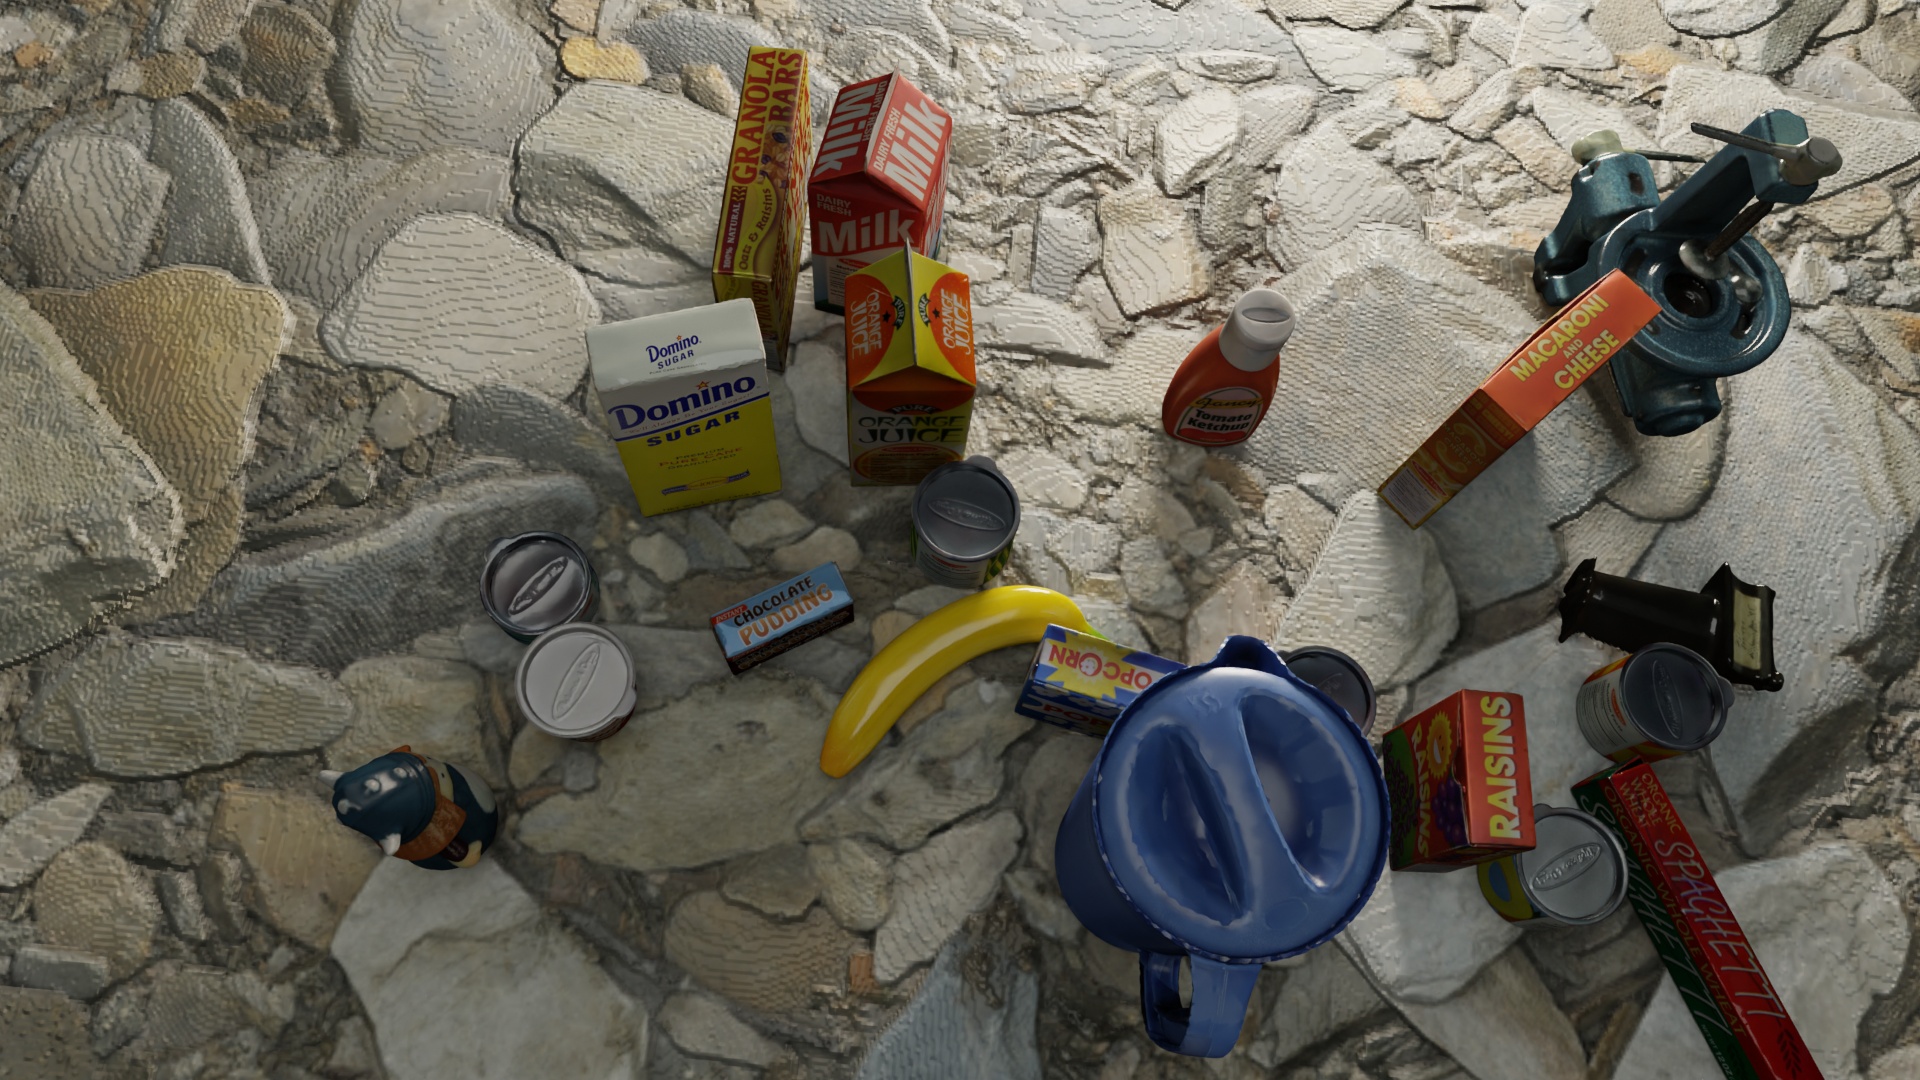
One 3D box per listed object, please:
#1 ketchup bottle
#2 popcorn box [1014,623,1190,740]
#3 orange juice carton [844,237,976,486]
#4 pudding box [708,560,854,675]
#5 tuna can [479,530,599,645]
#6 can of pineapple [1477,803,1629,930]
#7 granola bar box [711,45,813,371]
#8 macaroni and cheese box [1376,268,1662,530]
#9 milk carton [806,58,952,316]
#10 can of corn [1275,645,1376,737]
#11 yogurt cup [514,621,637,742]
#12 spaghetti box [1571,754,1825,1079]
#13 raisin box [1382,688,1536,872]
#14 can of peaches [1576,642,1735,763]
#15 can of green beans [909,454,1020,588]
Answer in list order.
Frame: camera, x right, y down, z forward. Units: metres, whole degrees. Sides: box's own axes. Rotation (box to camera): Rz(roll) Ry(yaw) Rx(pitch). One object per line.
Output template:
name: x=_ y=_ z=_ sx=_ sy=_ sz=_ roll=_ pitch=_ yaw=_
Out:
ketchup bottle: x=0.169 y=-0.106 z=0.862 sx=0.065 sy=0.148 sz=0.043 roll=3 pitch=71 yaw=-3
popcorn box: x=0.101 y=0.095 z=0.819 sx=0.127 sy=0.085 sz=0.038 roll=17 pitch=71 yaw=2
orange juice carton: x=-0.032 y=-0.099 z=0.822 sx=0.073 sy=0.192 sz=0.072 roll=-2 pitch=71 yaw=-4
pudding box: x=-0.107 y=0.047 z=0.841 sx=0.084 sy=0.049 sz=0.030 roll=-24 pitch=74 yaw=-12
tuna can: x=-0.257 y=0.028 z=0.846 sx=0.071 sy=0.032 sz=0.071 roll=1 pitch=70 yaw=-3
can of pineapple: x=0.346 y=0.192 z=0.816 sx=0.071 sy=0.057 sz=0.071 roll=1 pitch=71 yaw=-3
granola bar box: x=-0.125 y=-0.210 z=0.892 sx=0.039 sy=0.123 sz=0.166 roll=6 pitch=70 yaw=-2
macaroni and cheese box: x=0.337 y=-0.082 z=0.856 sx=0.124 sy=0.166 sz=0.040 roll=-39 pitch=78 yaw=-15
milk carton: x=-0.050 y=-0.211 z=0.862 sx=0.073 sy=0.190 sz=0.072 roll=14 pitch=71 yaw=1
can of corn: x=0.207 y=0.101 z=0.839 sx=0.071 sy=0.058 sz=0.071 roll=1 pitch=71 yaw=-3
yogurt cup: x=-0.222 y=0.087 z=0.816 sx=0.072 sy=0.053 sz=0.072 roll=1 pitch=70 yaw=-3
spaghetti box: x=0.438 y=0.248 z=0.807 sx=0.029 sy=0.050 sz=0.250 roll=-20 pitch=73 yaw=-10
raisin box: x=0.282 y=0.140 z=0.795 sx=0.040 sy=0.123 sz=0.086 roll=5 pitch=71 yaw=-2
can of peaches: x=0.426 y=0.102 z=0.854 sx=0.071 sy=0.058 sz=0.071 roll=1 pitch=71 yaw=-3
can of green beans: x=0.002 y=-0.009 z=0.864 sx=0.071 sy=0.057 sz=0.071 roll=1 pitch=71 yaw=-3
